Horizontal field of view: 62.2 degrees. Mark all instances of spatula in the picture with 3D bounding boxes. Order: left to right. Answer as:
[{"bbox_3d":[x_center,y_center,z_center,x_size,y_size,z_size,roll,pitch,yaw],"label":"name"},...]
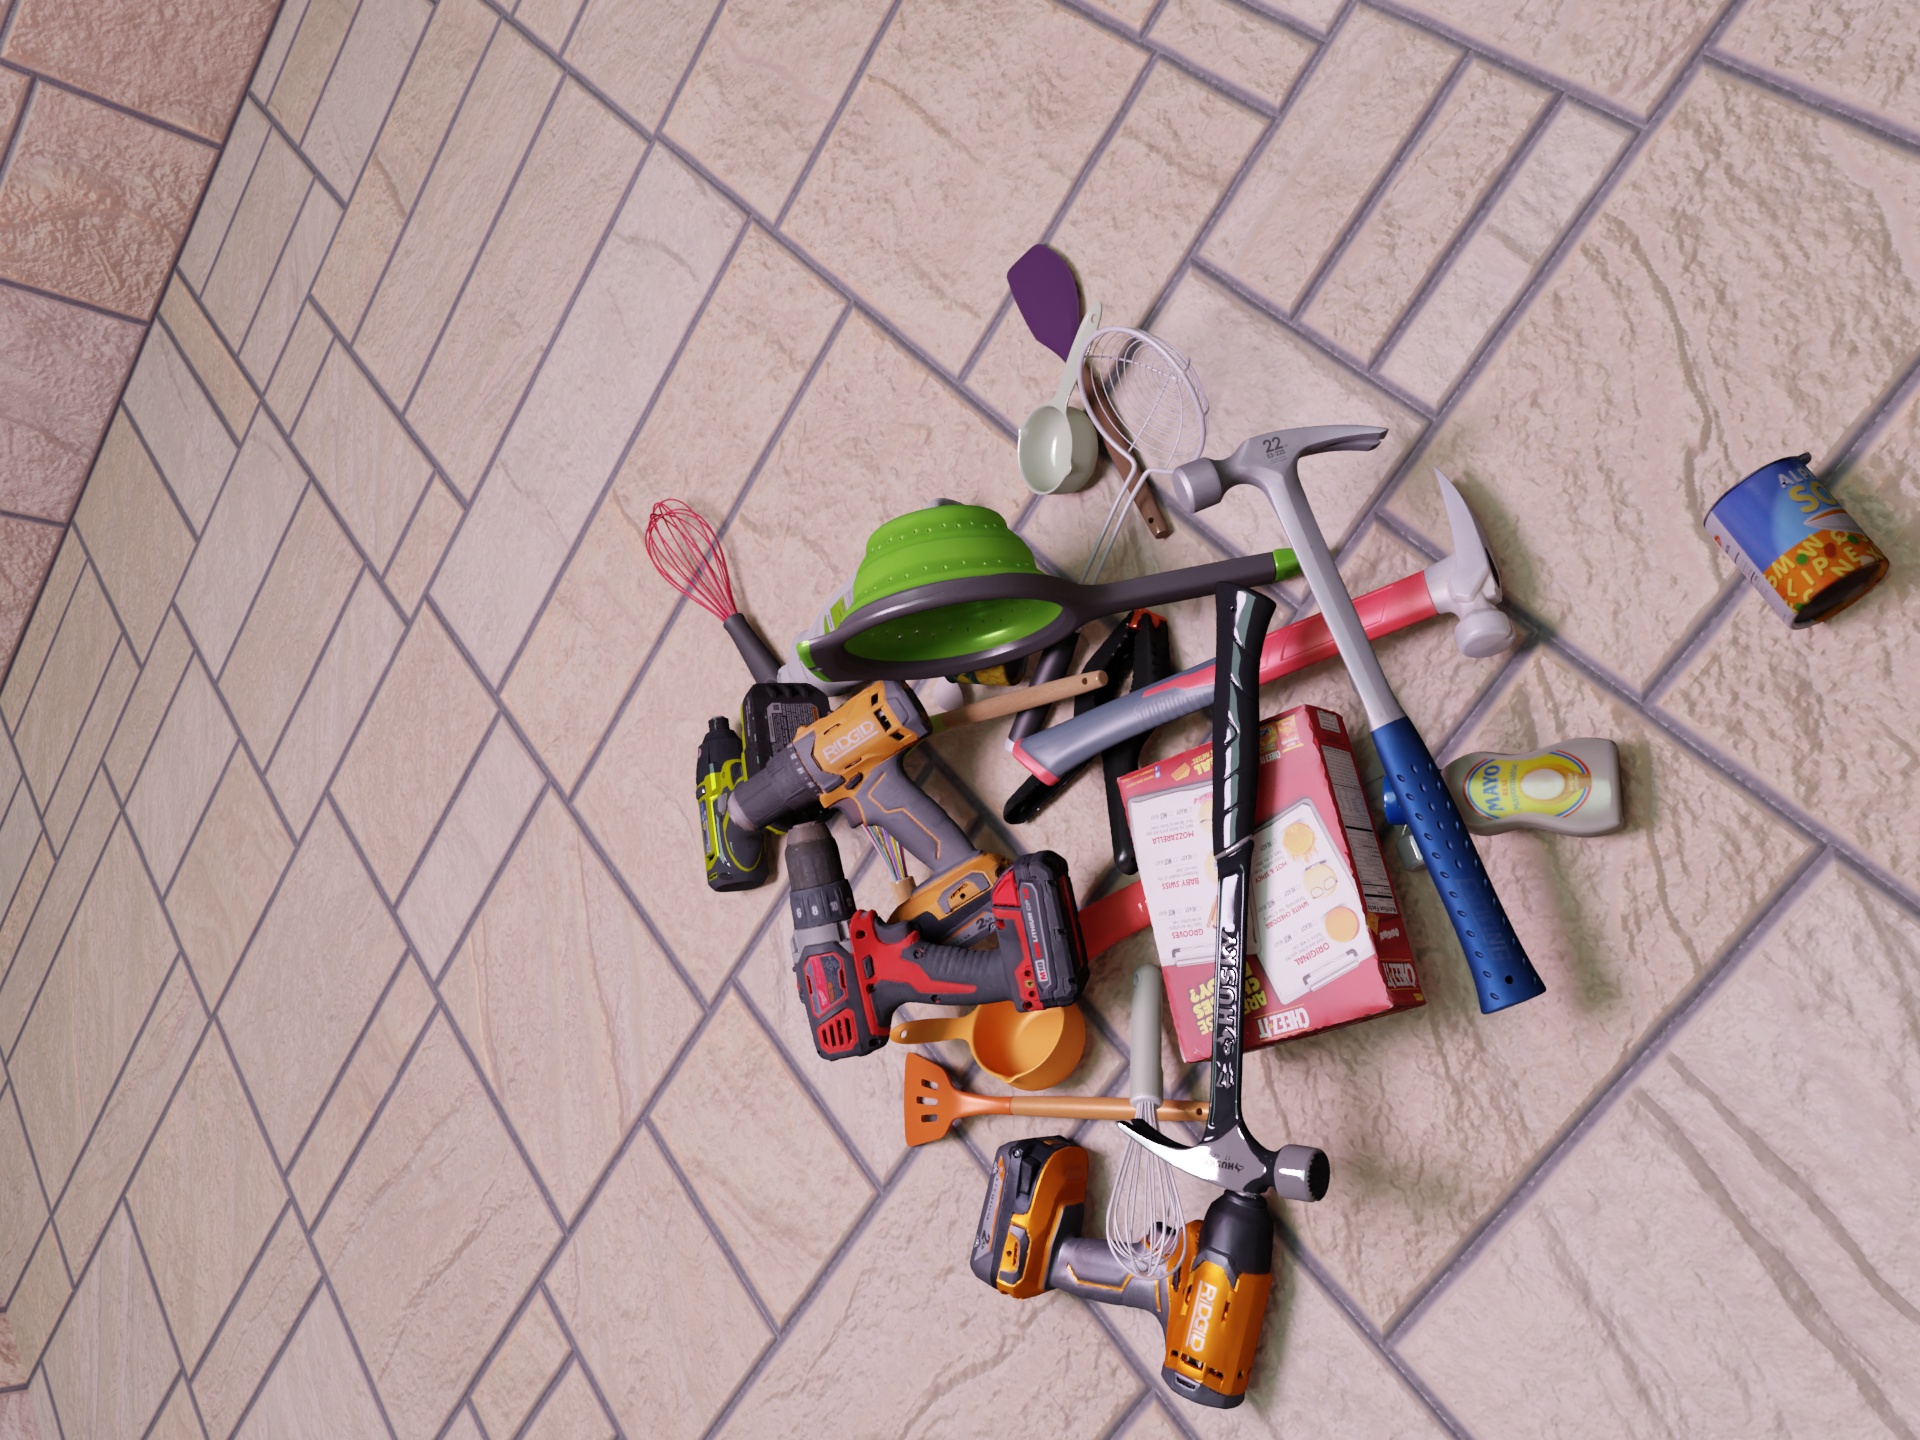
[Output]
[{"bbox_3d":[0.069,0.312,1.291,0.323,0.041,0.081,-8,77,35],"label":"spatula"},{"bbox_3d":[0.110,-0.283,1.349,0.059,0.018,0.316,-37,61,31],"label":"spatula"}]

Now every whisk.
[{"bbox_3d":[-0.237,-0.113,1.596,0.073,0.073,0.296,-48,63,24],"label":"whisk"},{"bbox_3d":[-0.058,0.117,1.375,0.047,0.051,0.245,-18,90,33],"label":"whisk"},{"bbox_3d":[0.138,0.289,1.171,0.057,0.059,0.247,109,170,-52],"label":"whisk"}]

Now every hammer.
[{"bbox_3d":[0.187,0.106,1.213,0.359,0.036,0.149,-31,64,32],"label":"hammer"},{"bbox_3d":[0.181,0.107,1.078,0.149,0.036,0.409,-2,82,39],"label":"hammer"},{"bbox_3d":[0.204,-0.050,1.177,0.386,0.038,0.143,-23,57,28],"label":"hammer"},{"bbox_3d":[0.281,-0.010,1.039,0.144,0.035,0.406,-21,78,-4],"label":"hammer"}]

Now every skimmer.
[{"bbox_3d":[0.094,-0.132,1.274,0.127,0.090,0.363,33,111,31],"label":"skimmer"}]

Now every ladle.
[{"bbox_3d":[-0.002,-0.004,1.346,0.320,0.062,0.078,-15,81,48],"label":"ladle"}]

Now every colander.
[{"bbox_3d":[0.068,-0.119,1.211,0.397,0.204,0.094,-11,77,4],"label":"colander"}]

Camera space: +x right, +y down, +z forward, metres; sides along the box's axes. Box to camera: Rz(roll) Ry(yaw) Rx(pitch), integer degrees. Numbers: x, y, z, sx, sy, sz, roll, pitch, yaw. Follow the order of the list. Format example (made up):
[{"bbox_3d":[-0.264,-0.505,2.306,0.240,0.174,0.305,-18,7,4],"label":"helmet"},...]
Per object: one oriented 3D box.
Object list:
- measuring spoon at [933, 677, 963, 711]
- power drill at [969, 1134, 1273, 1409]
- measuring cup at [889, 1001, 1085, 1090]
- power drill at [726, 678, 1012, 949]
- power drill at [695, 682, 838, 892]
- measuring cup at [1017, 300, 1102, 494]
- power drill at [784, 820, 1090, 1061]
[{"bbox_3d":[-0.018,-0.059,1.380,0.034,0.018,0.124,35,142,46],"label":"measuring spoon"},{"bbox_3d":[0.128,0.389,1.192,0.227,0.084,0.164,14,90,37],"label":"power drill"},{"bbox_3d":[0.023,0.260,1.300,0.173,0.052,0.095,-12,55,34],"label":"measuring cup"},{"bbox_3d":[-0.070,0.099,1.319,0.185,0.084,0.226,-32,89,6],"label":"power drill"},{"bbox_3d":[-0.191,0.052,1.478,0.223,0.080,0.171,-36,60,58],"label":"power drill"},{"bbox_3d":[0.098,-0.266,1.322,0.083,0.038,0.167,48,127,43],"label":"measuring cup"},{"bbox_3d":[-0.027,0.156,1.239,0.226,0.080,0.188,-12,87,13],"label":"power drill"}]
